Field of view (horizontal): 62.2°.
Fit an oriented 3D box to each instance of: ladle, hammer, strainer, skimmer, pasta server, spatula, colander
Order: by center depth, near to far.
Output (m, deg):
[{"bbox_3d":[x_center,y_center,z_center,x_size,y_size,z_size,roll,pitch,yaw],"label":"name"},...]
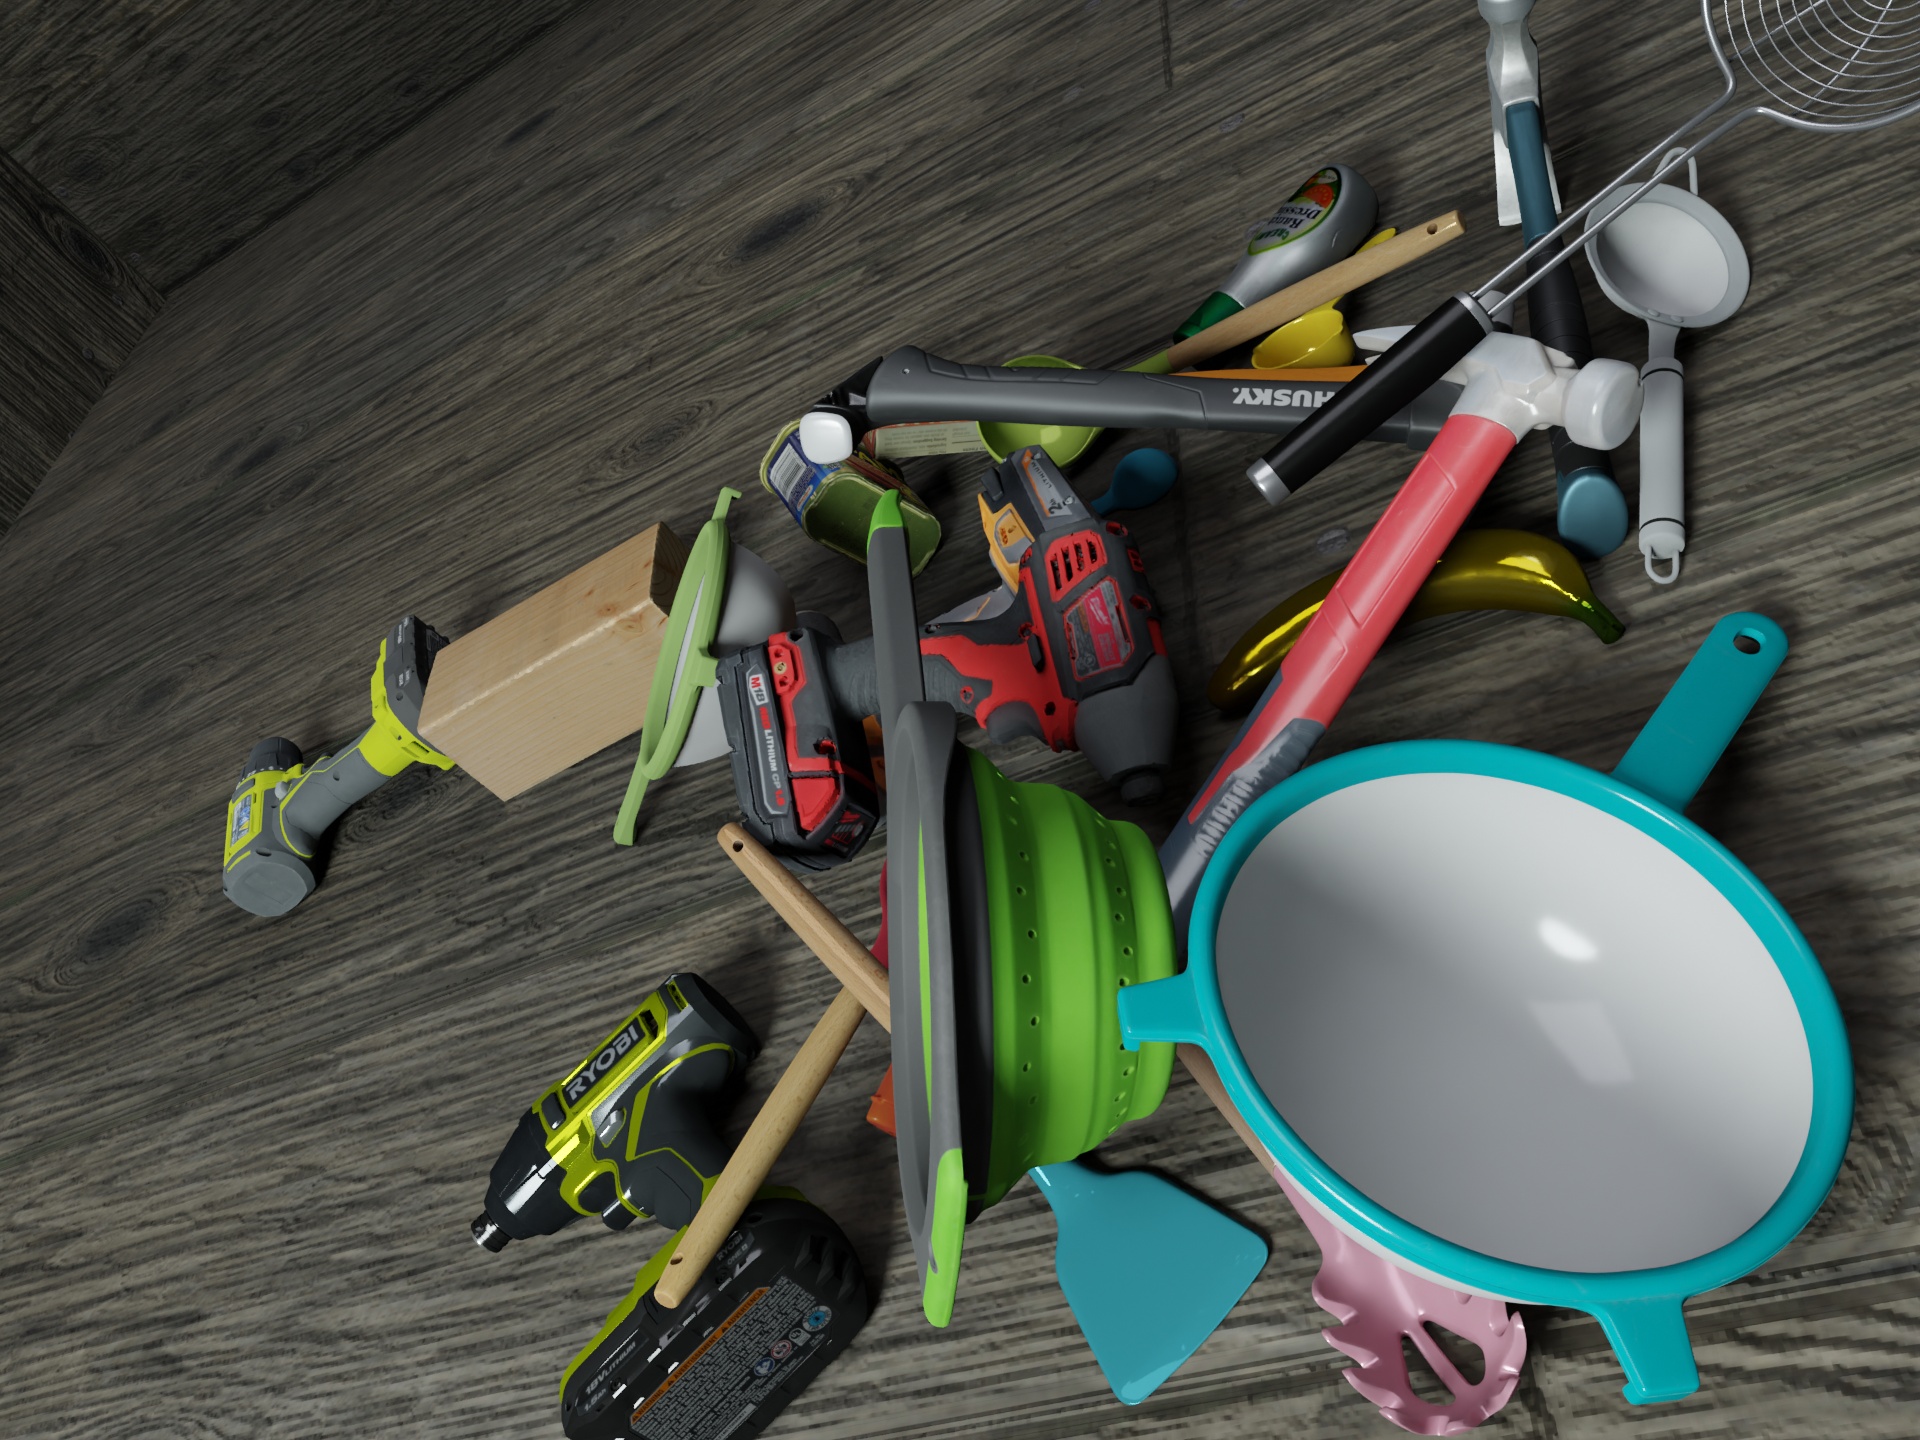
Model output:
[{"bbox_3d":[0.218,0.078,0.582,0.211,0.095,0.340,32,53,24],"label":"strainer"},{"bbox_3d":[0.115,0.155,0.636,0.060,0.040,0.317,-34,36,-3],"label":"pasta server"},{"bbox_3d":[0.018,0.036,0.652,0.094,0.204,0.398,-1,45,-7],"label":"colander"},{"bbox_3d":[0.264,-0.223,0.668,0.363,0.090,0.127,-39,73,13],"label":"skimmer"},{"bbox_3d":[-0.008,0.145,0.690,0.082,0.044,0.318,-47,65,-3],"label":"spatula"},{"bbox_3d":[0.141,-0.015,0.709,0.143,0.038,0.386,27,79,46],"label":"hammer"},{"bbox_3d":[-0.055,0.139,0.739,0.069,0.031,0.315,-11,29,33],"label":"ladle"},{"bbox_3d":[0.333,-0.169,0.762,0.087,0.050,0.259,15,61,-2],"label":"strainer"},{"bbox_3d":[0.296,-0.226,0.802,0.033,0.128,0.331,-8,57,19],"label":"hammer"},{"bbox_3d":[0.113,-0.162,0.832,0.335,0.035,0.146,5,67,13],"label":"hammer"},{"bbox_3d":[0.084,-0.183,0.910,0.337,0.034,0.127,1,27,16],"label":"hammer"},{"bbox_3d":[0.139,-0.223,0.928,0.320,0.062,0.078,-19,79,40],"label":"ladle"},{"bbox_3d":[-0.149,0.000,0.941,0.256,0.069,0.152,119,158,-44],"label":"strainer"}]

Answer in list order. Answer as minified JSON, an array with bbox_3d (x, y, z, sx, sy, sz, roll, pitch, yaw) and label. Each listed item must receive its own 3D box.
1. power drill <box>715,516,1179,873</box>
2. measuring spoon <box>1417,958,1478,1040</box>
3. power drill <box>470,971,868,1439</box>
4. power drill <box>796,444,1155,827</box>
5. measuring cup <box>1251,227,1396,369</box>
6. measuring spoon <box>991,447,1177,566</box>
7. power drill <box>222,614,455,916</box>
[{"bbox_3d":[-0.001,-0.003,0.793,0.219,0.078,0.143,-18,71,12],"label":"power drill"},{"bbox_3d":[0.158,0.118,0.658,0.124,0.018,0.034,-9,50,44],"label":"measuring spoon"},{"bbox_3d":[-0.148,0.238,0.755,0.171,0.080,0.223,-44,34,-5],"label":"power drill"},{"bbox_3d":[-0.016,-0.057,0.928,0.226,0.084,0.186,-39,35,10],"label":"power drill"},{"bbox_3d":[0.227,-0.242,0.945,0.062,0.029,0.156,-1,40,48],"label":"measuring cup"},{"bbox_3d":[0.070,-0.130,0.964,0.128,0.021,0.042,-27,39,16],"label":"measuring spoon"},{"bbox_3d":[-0.485,0.025,1.254,0.228,0.080,0.191,-39,38,8],"label":"power drill"}]
